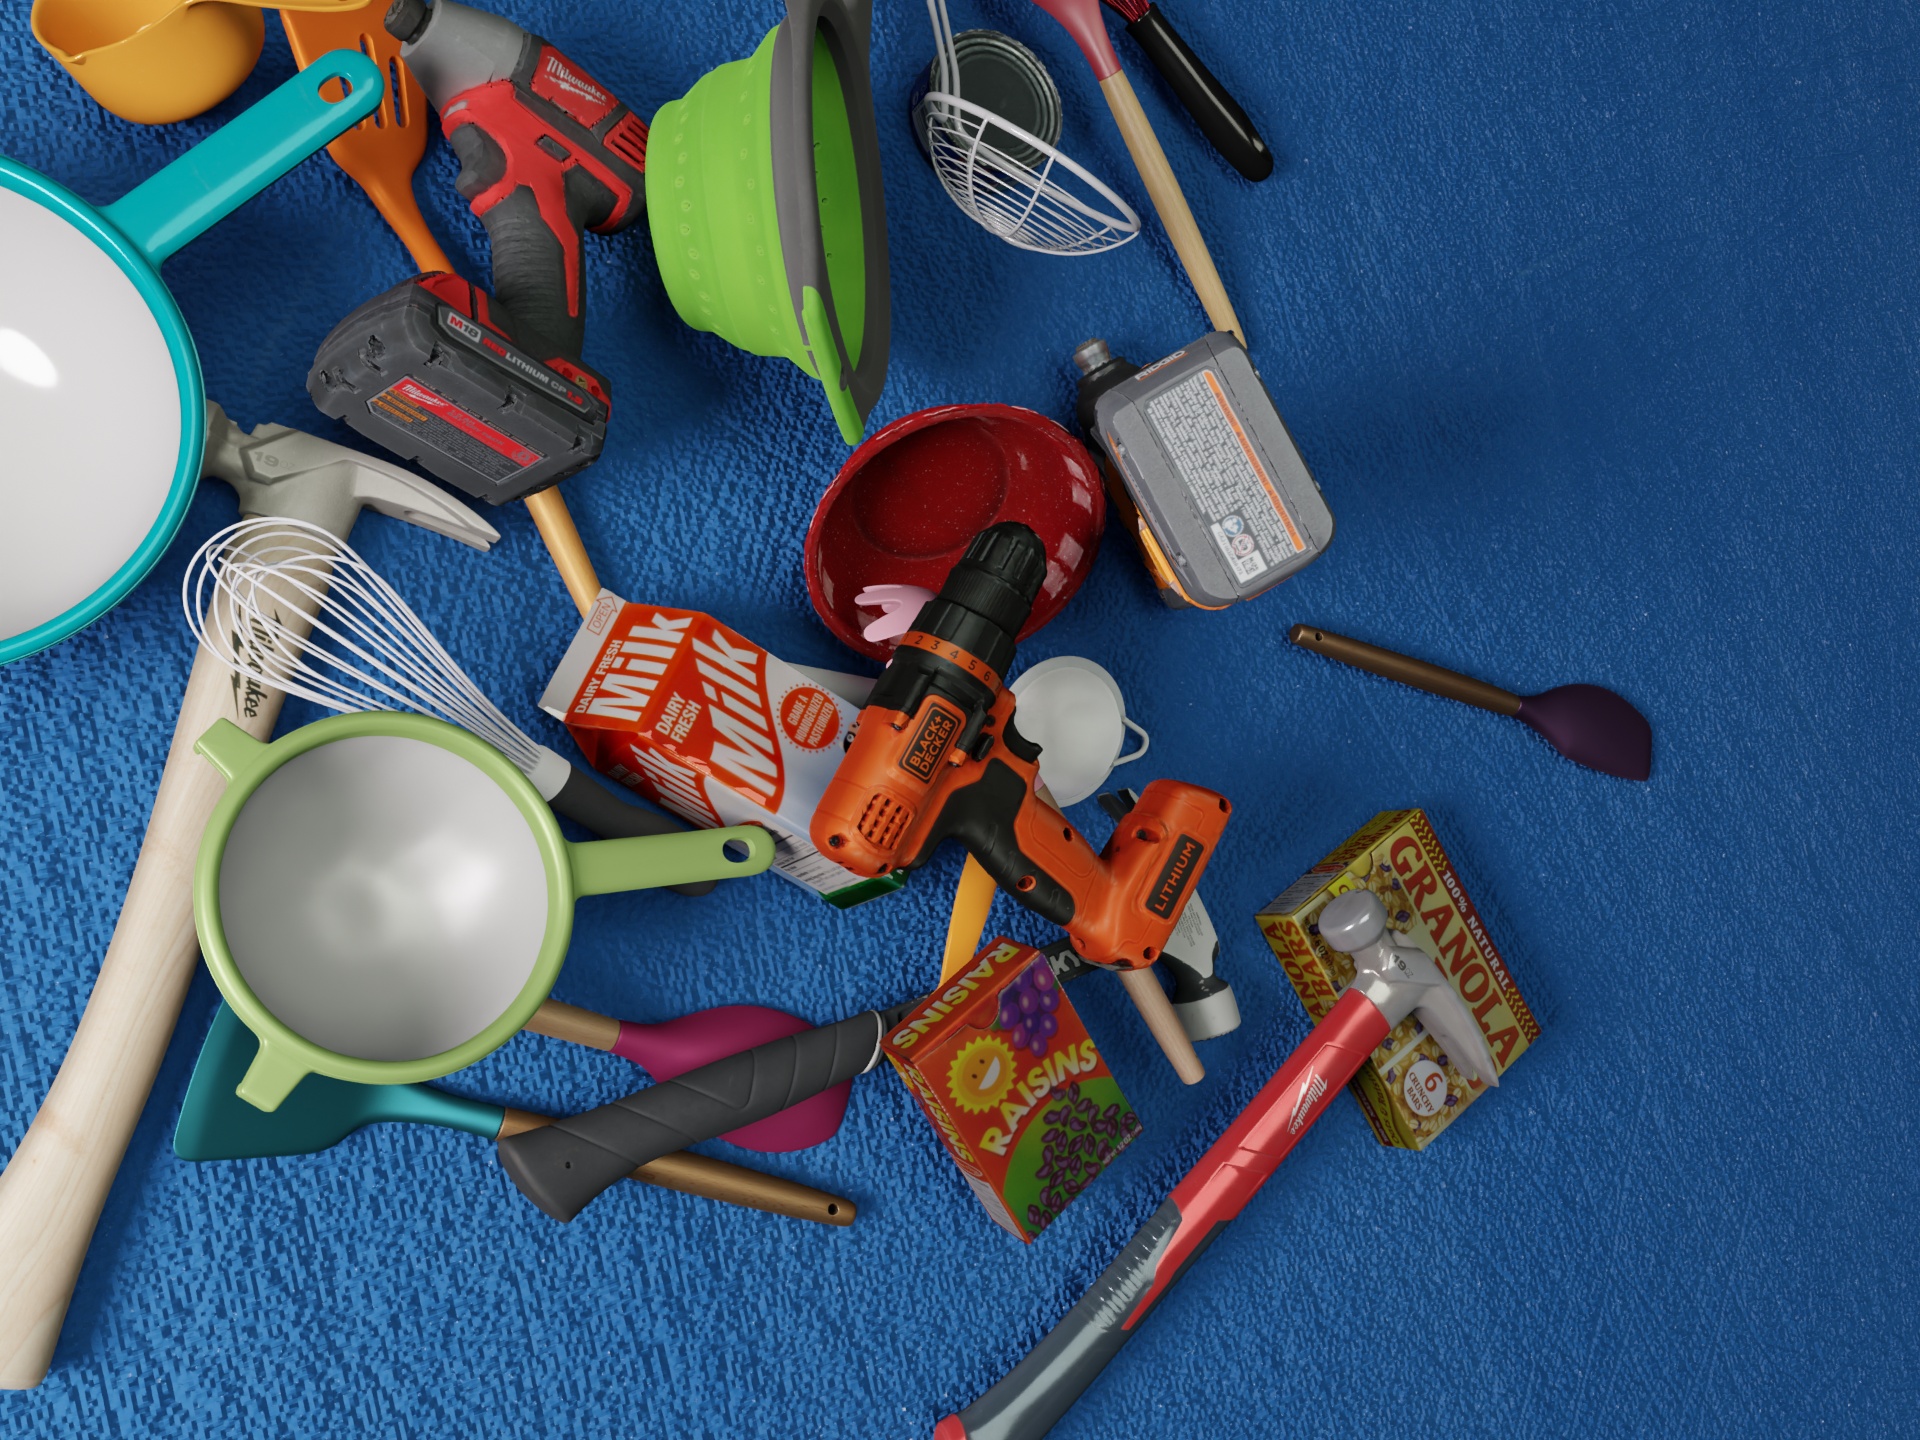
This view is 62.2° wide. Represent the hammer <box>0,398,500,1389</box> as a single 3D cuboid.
[{"bbox_3d":[-0.327,0.070,0.684,0.146,0.038,0.411,20,74,-24],"label":"hammer"}]

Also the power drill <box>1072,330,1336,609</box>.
[{"bbox_3d":[0.112,-0.138,0.840,0.084,0.226,0.164,-29,95,2],"label":"power drill"}]

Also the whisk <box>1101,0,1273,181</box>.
[{"bbox_3d":[0.096,-0.444,0.968,0.295,0.073,0.073,44,66,-20],"label":"whisk"}]

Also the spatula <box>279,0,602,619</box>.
[{"bbox_3d":[-0.234,-0.191,0.769,0.081,0.041,0.322,-30,98,-51],"label":"spatula"}]

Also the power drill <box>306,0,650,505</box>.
[{"bbox_3d":[-0.215,-0.224,0.730,0.143,0.078,0.220,31,53,-43],"label":"power drill"}]

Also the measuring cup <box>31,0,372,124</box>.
[{"bbox_3d":[-0.315,-0.300,0.692,0.174,0.052,0.095,11,67,17],"label":"measuring cup"}]

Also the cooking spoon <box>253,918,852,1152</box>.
[{"bbox_3d":[-0.184,0.140,0.737,0.318,0.017,0.069,24,72,-29],"label":"cooking spoon"}]

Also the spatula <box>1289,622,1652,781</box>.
[{"bbox_3d":[0.343,-0.019,1.041,0.315,0.018,0.060,14,75,-25],"label":"spatula"}]

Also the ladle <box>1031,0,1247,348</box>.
[{"bbox_3d":[0.099,-0.357,0.942,0.315,0.069,0.031,59,20,-20],"label":"ladle"}]

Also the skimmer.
[{"bbox_3d":[0.011,-0.406,0.861,0.127,0.090,0.363,17,57,-54],"label":"skimmer"}]

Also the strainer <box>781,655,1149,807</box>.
[{"bbox_3d":[-0.001,-0.003,0.854,0.258,0.050,0.087,10,96,-22],"label":"strainer"}]

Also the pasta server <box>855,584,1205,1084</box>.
[{"bbox_3d":[0.043,0.062,0.821,0.040,0.060,0.316,-26,103,15],"label":"pasta server"}]

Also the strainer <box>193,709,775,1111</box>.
[{"bbox_3d":[-0.202,0.073,0.691,0.256,0.069,0.151,-4,76,-41],"label":"strainer"}]

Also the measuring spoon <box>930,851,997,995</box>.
[{"bbox_3d":[0.007,0.099,0.808,0.021,0.011,0.117,26,66,-23],"label":"measuring spoon"}]

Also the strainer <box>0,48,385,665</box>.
[{"bbox_3d":[-0.375,-0.161,0.657,0.211,0.095,0.340,47,69,-12],"label":"strainer"}]

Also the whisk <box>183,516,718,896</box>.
[{"bbox_3d":[-0.214,0.008,0.713,0.284,0.070,0.070,41,66,-34],"label":"whisk"}]

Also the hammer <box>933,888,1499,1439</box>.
[{"bbox_3d":[0.138,0.273,0.855,0.386,0.038,0.143,-43,104,-18],"label":"hammer"}]

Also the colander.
[{"bbox_3d":[-0.096,-0.327,0.830,0.094,0.204,0.397,-3,63,8],"label":"colander"}]

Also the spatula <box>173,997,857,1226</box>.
[{"bbox_3d":[-0.185,0.194,0.730,0.317,0.044,0.082,22,71,-23],"label":"spatula"}]

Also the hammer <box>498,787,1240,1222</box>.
[{"bbox_3d":[-0.031,0.150,0.801,0.409,0.036,0.149,-16,87,-32],"label":"hammer"}]
